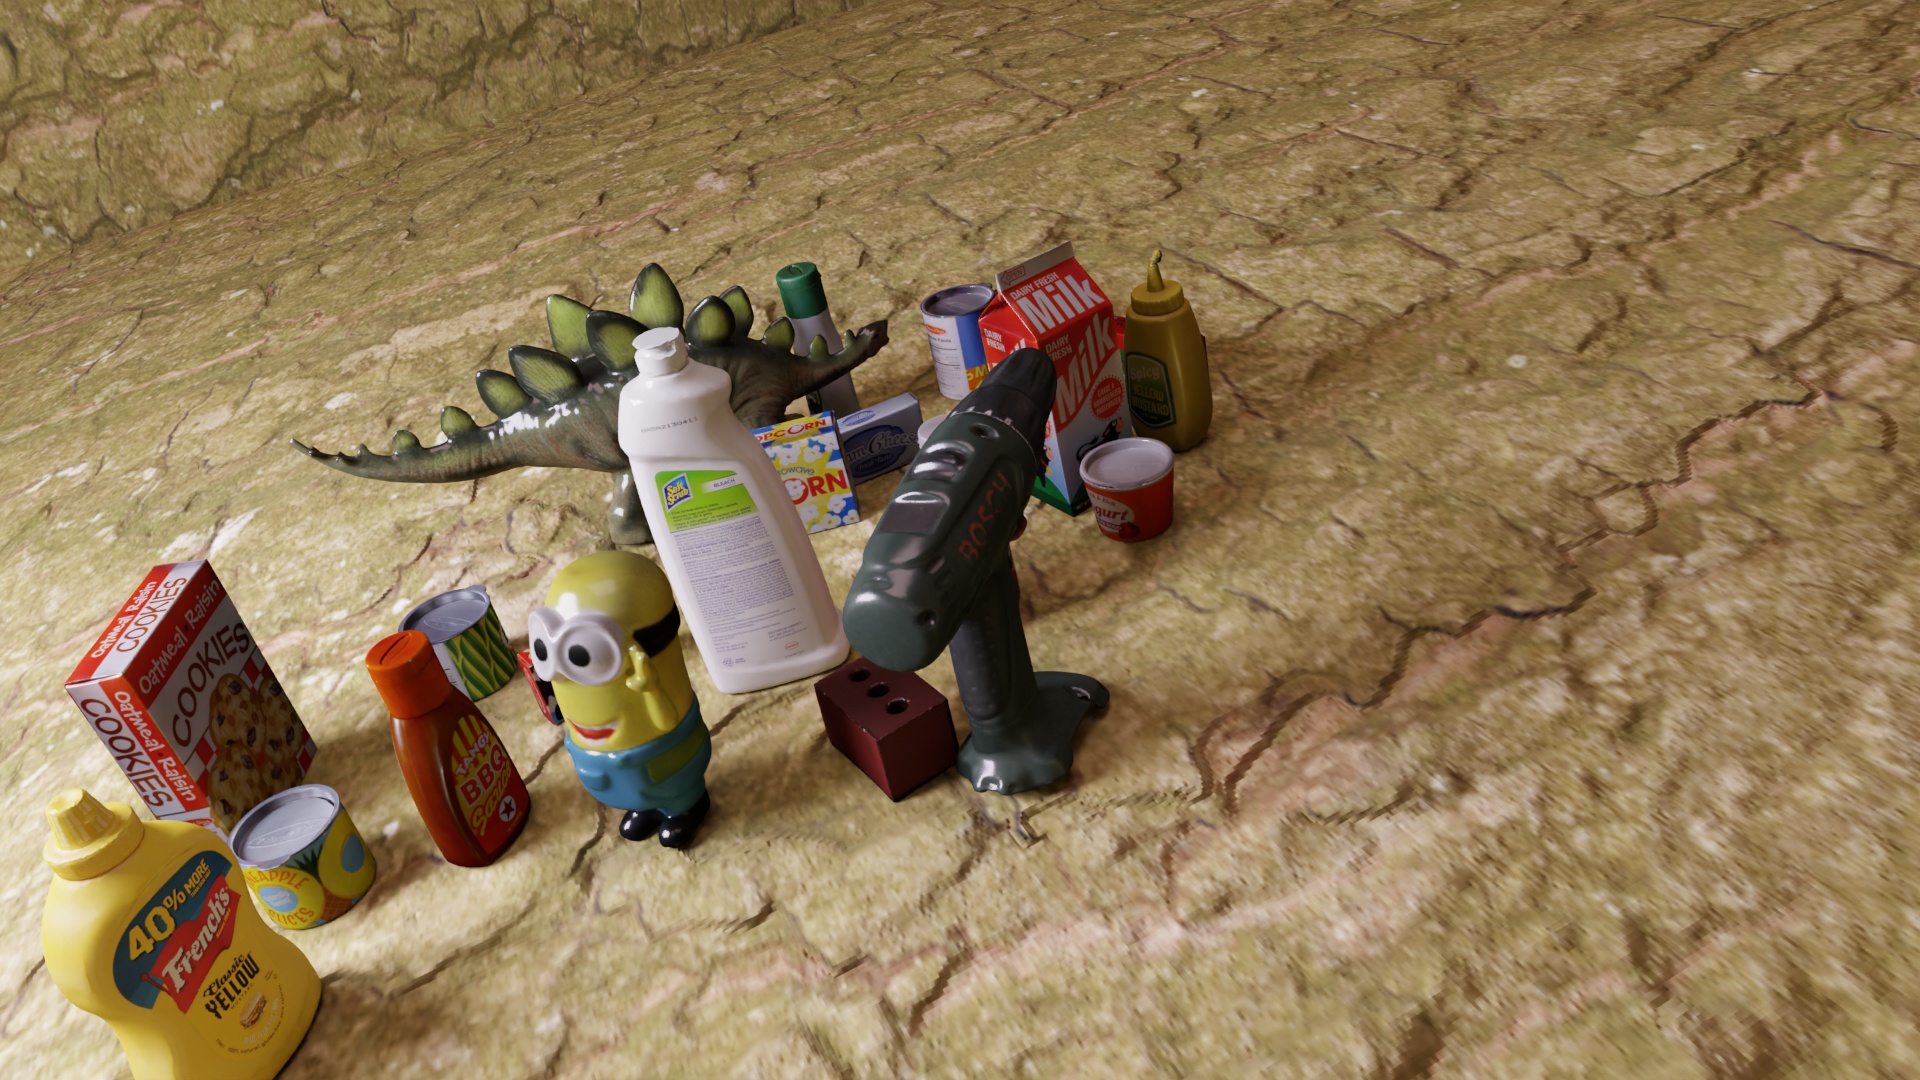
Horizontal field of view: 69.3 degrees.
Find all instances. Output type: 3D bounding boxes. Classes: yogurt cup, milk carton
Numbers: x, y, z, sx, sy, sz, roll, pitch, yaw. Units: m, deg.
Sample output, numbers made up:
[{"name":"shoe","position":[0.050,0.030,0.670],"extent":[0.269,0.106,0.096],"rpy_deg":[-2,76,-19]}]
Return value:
[{"name":"yogurt cup","position":[0.123,-0.035,1.002],"extent":[0.072,0.053,0.073],"rpy_deg":[-9,32,6]},{"name":"milk carton","position":[0.071,-0.122,1.027],"extent":[0.072,0.189,0.073],"rpy_deg":[-30,36,-25]}]

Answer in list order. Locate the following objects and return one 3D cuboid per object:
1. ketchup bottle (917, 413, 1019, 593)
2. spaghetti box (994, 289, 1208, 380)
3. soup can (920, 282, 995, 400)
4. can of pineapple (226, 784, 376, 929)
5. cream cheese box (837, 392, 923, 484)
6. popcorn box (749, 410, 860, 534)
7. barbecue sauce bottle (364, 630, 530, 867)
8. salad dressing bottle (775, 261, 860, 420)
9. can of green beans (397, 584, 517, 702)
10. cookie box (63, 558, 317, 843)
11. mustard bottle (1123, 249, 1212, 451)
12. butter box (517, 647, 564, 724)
[{"name":"ketchup bottle","position":[0.003,-0.012,0.920],"extent":[0.043,0.148,0.065],"rpy_deg":[5,36,26]},{"name":"spaghetti box","position":[0.110,-0.176,1.228],"extent":[0.029,0.050,0.250],"rpy_deg":[-35,39,-31]},{"name":"soup can","position":[0.007,-0.177,1.235],"extent":[0.071,0.083,0.072],"rpy_deg":[-9,32,6]},{"name":"can of pineapple","position":[-0.395,0.191,0.834],"extent":[0.071,0.057,0.071],"rpy_deg":[-9,32,6]},{"name":"cream cheese box","position":[-0.078,-0.078,1.141],"extent":[0.104,0.053,0.024],"rpy_deg":[-23,33,-15]},{"name":"popcorn box","position":[-0.149,-0.043,1.082],"extent":[0.127,0.084,0.038],"rpy_deg":[-14,32,-2]},{"name":"barbecue sauce bottle","position":[-0.306,0.122,0.825],"extent":[0.043,0.147,0.065],"rpy_deg":[-1,34,19]},{"name":"salad dressing bottle","position":[-0.124,-0.168,1.207],"extent":[0.044,0.147,0.064],"rpy_deg":[-21,33,-11]},{"name":"can of green beans","position":[-0.360,0.076,0.999],"extent":[0.071,0.057,0.071],"rpy_deg":[-9,32,6]},{"name":"cookie box","position":[-0.482,0.114,0.882],"extent":[0.040,0.166,0.123],"rpy_deg":[-12,32,3]},{"name":"mustard bottle","position":[0.154,-0.147,1.065],"extent":[0.065,0.159,0.049],"rpy_deg":[20,45,41]},{"name":"butter box","position":[-0.249,0.078,0.962],"extent":[0.104,0.053,0.024],"rpy_deg":[-32,37,-27]}]
